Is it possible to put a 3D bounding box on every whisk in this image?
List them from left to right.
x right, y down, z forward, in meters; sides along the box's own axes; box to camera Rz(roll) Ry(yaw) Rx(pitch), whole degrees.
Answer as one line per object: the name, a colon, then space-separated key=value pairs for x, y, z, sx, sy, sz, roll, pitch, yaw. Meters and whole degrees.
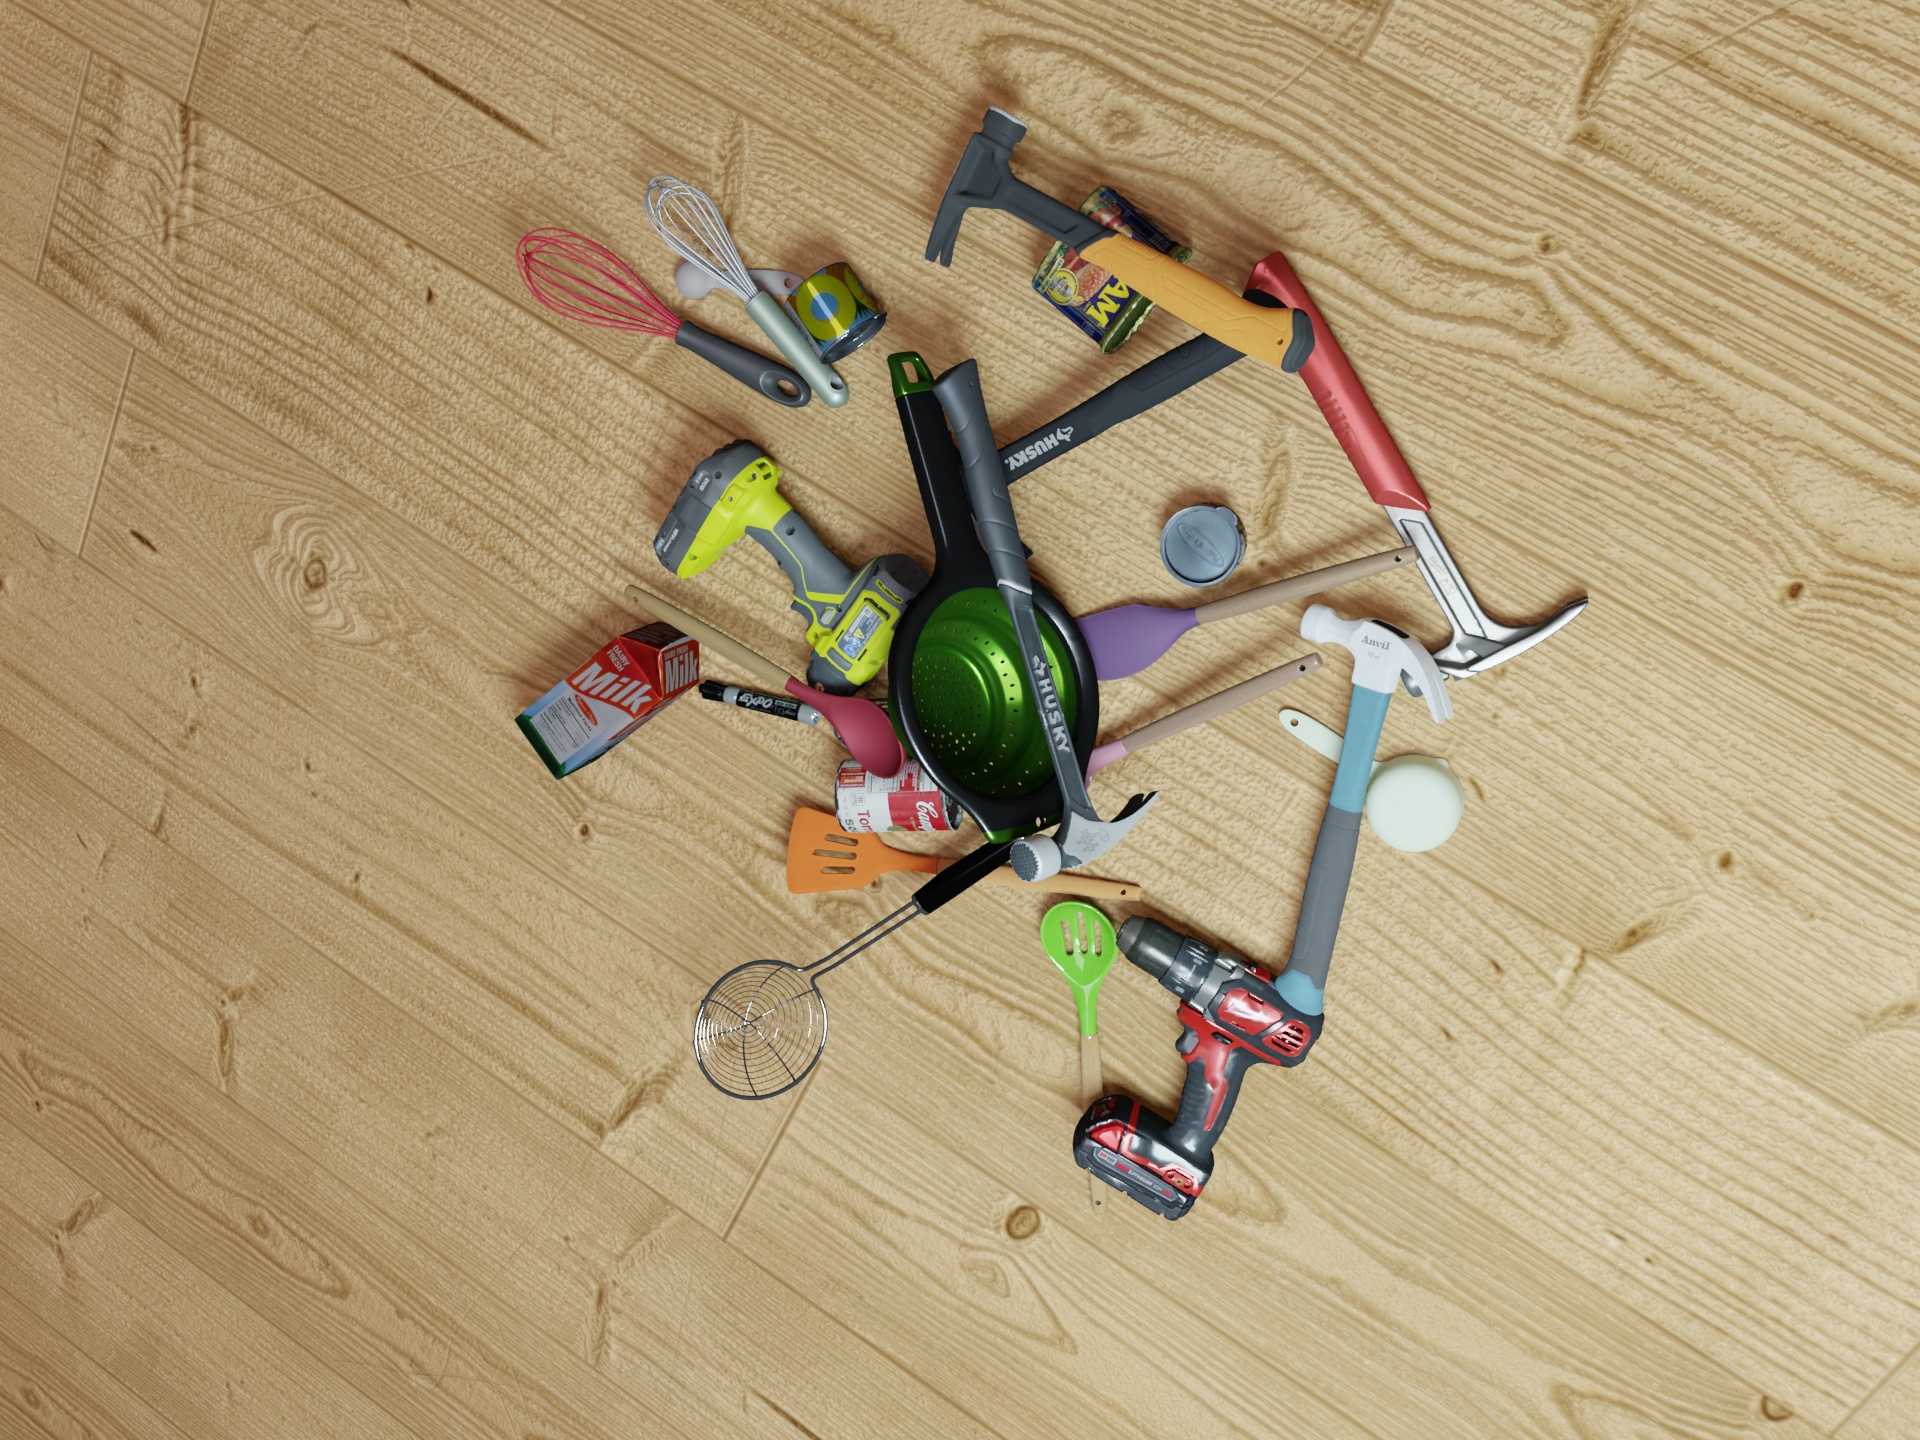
whisk: x=-0.261 y=-0.348 z=1.394 sx=0.296 sy=0.073 sz=0.073 roll=28 pitch=112 yaw=4
whisk: x=-0.181 y=-0.364 z=1.356 sx=0.246 sy=0.058 sz=0.059 roll=49 pitch=144 yaw=-7
whisk: x=-0.002 y=-0.006 z=1.392 sx=0.239 sy=0.055 sz=0.055 roll=-9 pitch=100 yaw=17

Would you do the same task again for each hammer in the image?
hammer: x=0.053 y=-0.087 z=1.262 sx=0.036 sy=0.149 sz=0.409 roll=-14 pitch=93 yaw=52
hammer: x=0.116 y=-0.239 z=1.249 sx=0.335 sy=0.035 sz=0.146 roll=-24 pitch=102 yaw=37
hammer: x=0.117 y=-0.338 z=1.185 sx=0.337 sy=0.034 sz=0.127 roll=37 pitch=110 yaw=28
hammer: x=0.304 y=0.081 z=1.273 sx=0.128 sy=0.033 sz=0.331 roll=21 pitch=112 yaw=34
hammer: x=0.330 y=-0.202 z=1.222 sx=0.149 sy=0.037 sz=0.359 roll=-29 pitch=93 yaw=24

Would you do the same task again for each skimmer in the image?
skimmer: x=-0.082 y=0.210 z=1.404 sx=0.363 sy=0.090 sz=0.127 roll=-35 pitch=111 yaw=21

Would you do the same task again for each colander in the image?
colander: x=-0.013 y=-0.097 z=1.296 sx=0.094 sy=0.204 sz=0.397 roll=-13 pitch=93 yaw=53

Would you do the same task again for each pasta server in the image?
pasta server: x=0.157 y=0.013 z=1.317 sx=0.316 sy=0.040 sz=0.060 roll=-26 pitch=97 yaw=33

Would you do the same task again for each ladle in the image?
ladle: x=-0.172 y=-0.043 z=1.399 sx=0.315 sy=0.031 sz=0.069 roll=30 pitch=129 yaw=17

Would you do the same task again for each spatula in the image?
spatula: x=0.001 y=0.135 z=1.427 sx=0.322 sy=0.041 sz=0.081 roll=6 pitch=86 yaw=17
spatula: x=0.217 y=-0.089 z=1.285 sx=0.316 sy=0.018 sz=0.059 roll=-16 pitch=98 yaw=32

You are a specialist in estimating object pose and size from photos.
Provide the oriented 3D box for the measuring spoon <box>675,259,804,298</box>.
measuring spoon: x=-0.194 y=-0.381 z=1.378 sx=0.124 sy=0.018 sz=0.034 roll=7 pitch=106 yaw=18

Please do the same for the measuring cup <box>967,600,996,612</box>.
measuring cup: x=-0.007 y=-0.114 z=1.380 sx=0.156 sy=0.029 sz=0.062 roll=5 pitch=109 yaw=31

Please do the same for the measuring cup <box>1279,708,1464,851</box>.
measuring cup: x=0.327 y=0.043 z=1.284 sx=0.167 sy=0.038 sz=0.083 roll=34 pitch=112 yaw=8

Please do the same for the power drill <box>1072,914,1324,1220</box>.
power drill: x=0.180 y=0.292 z=1.372 sx=0.188 sy=0.080 sz=0.226 roll=31 pitch=104 yaw=5

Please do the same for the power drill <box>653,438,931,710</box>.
power drill: x=-0.152 y=-0.123 z=1.396 sx=0.223 sy=0.080 sz=0.171 roll=41 pitch=124 yaw=3

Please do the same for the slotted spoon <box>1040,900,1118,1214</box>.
slotted spoon: x=0.116 y=0.305 z=1.437 sx=0.070 sy=0.031 sz=0.313 roll=0 pitch=105 yaw=18
